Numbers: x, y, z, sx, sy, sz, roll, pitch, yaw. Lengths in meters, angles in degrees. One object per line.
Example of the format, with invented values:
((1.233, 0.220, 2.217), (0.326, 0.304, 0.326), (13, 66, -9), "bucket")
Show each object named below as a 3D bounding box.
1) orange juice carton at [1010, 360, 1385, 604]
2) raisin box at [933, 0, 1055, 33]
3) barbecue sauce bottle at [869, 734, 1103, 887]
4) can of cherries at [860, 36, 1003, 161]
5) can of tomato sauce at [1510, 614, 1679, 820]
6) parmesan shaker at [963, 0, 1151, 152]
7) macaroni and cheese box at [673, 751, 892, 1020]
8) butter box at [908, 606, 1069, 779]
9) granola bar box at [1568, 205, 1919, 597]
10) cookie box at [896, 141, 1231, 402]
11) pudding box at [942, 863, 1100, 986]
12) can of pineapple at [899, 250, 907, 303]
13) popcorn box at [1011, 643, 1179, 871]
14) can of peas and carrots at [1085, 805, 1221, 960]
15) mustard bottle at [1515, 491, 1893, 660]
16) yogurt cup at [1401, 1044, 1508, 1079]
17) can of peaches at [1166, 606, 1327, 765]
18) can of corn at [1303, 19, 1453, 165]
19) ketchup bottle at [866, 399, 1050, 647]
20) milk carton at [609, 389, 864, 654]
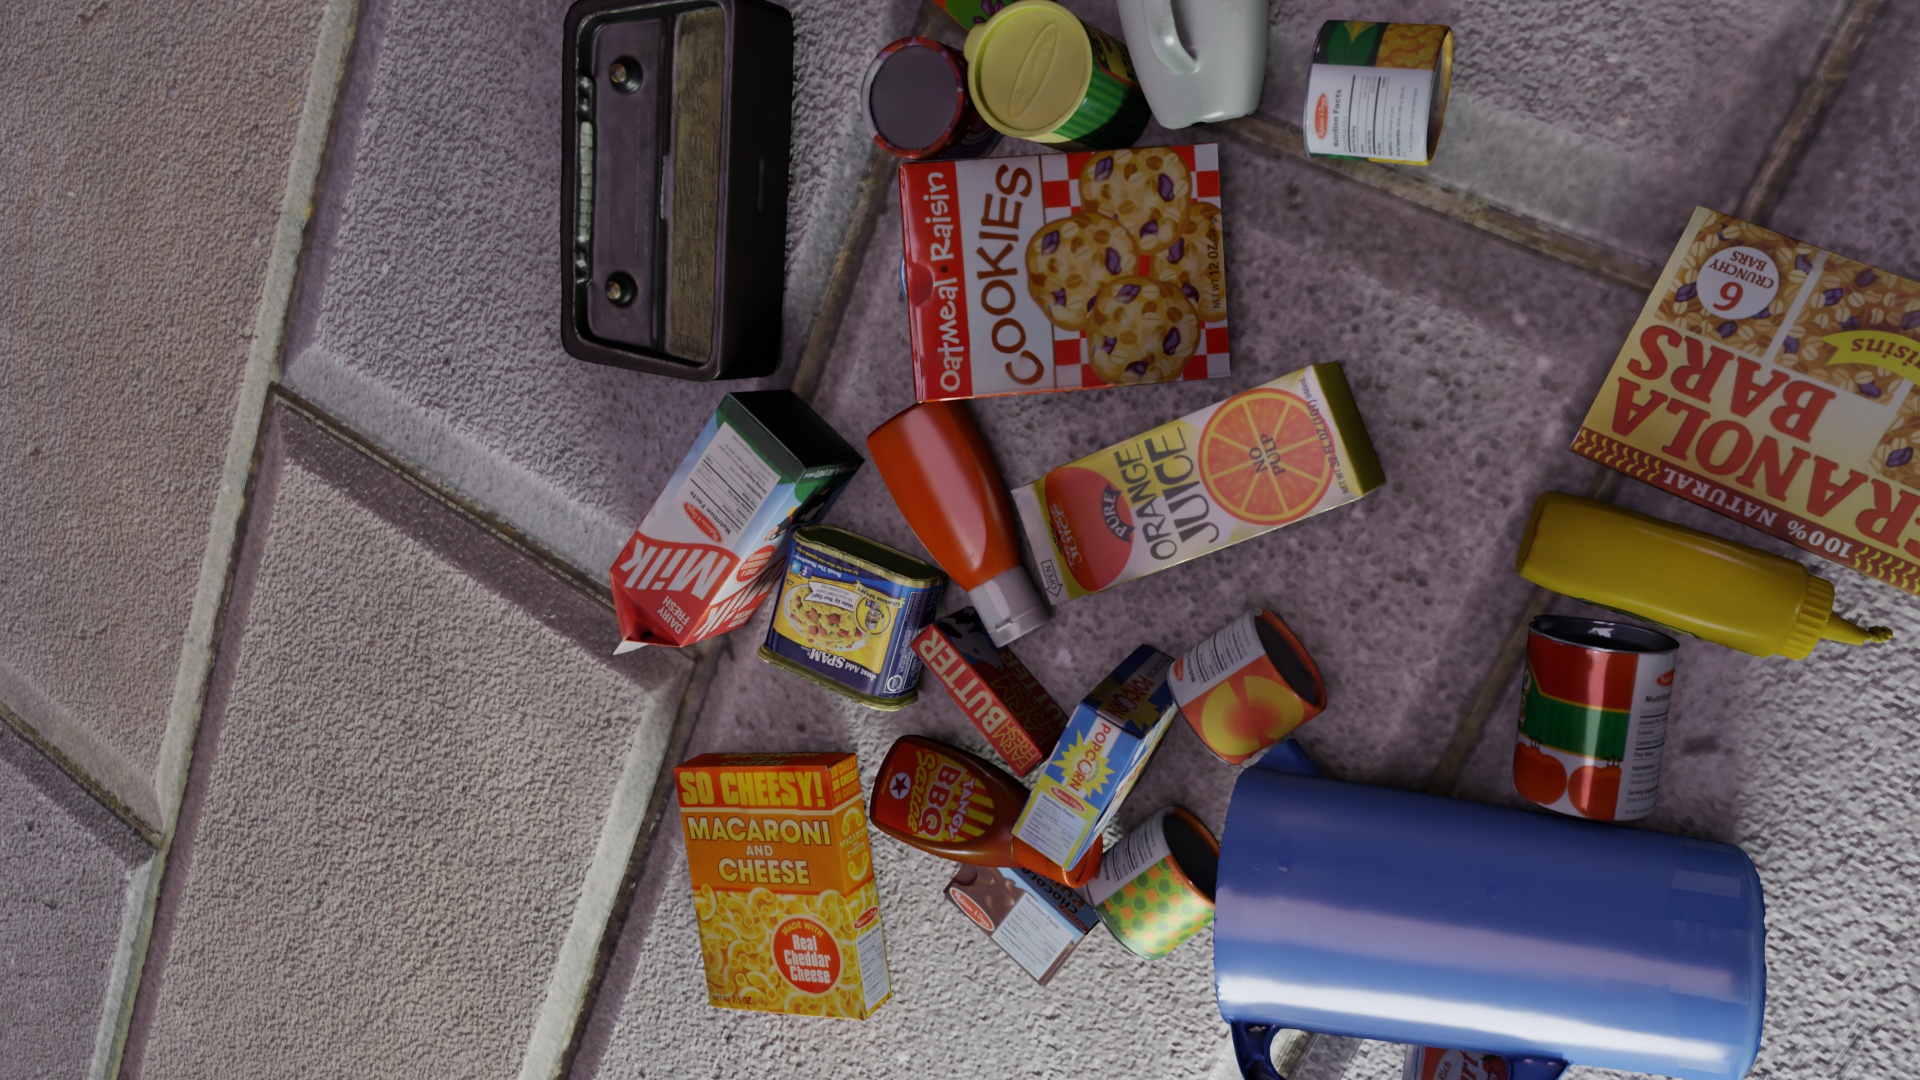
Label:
((0.119, -0.027, 0.743), (0.192, 0.073, 0.072), (-22, 88, 27), "orange juice carton")
((0.006, -0.343, 0.774), (0.123, 0.040, 0.085), (45, 114, 12), "raisin box")
((0.015, 0.161, 0.812), (0.148, 0.043, 0.065), (13, 79, 41), "barbecue sauce bottle")
((-0.012, -0.247, 0.785), (0.071, 0.058, 0.071), (4, 99, 26), "can of cherries")
((0.304, 0.084, 0.674), (0.071, 0.071, 0.083), (8, 101, 25), "can of tomato sauce")
((0.053, -0.240, 0.729), (0.071, 0.103, 0.071), (4, 99, 25), "parmesan shaker")
((-0.117, 0.223, 0.912), (0.123, 0.040, 0.166), (-5, 95, 27), "macaroni and cheese box")
((0.020, 0.088, 0.819), (0.103, 0.053, 0.024), (49, 117, 12), "butter box")
((0.385, -0.063, 0.628), (0.166, 0.039, 0.123), (28, 108, 20), "granola bar box")
((0.054, -0.140, 0.732), (0.168, 0.040, 0.122), (-5, 96, -6), "cookie box")
((0.037, 0.221, 0.842), (0.084, 0.030, 0.049), (40, 113, 16), "pudding box")
((0.005, -0.152, 0.790), (0.071, 0.058, 0.071), (4, 99, 26), "can of pineapple")
((0.081, 0.113, 0.752), (0.038, 0.127, 0.085), (31, 110, 15), "popcorn box")
((0.115, 0.194, 0.781), (0.058, 0.071, 0.071), (-43, 78, 24), "can of peas and carrots")
((0.345, 0.021, 0.647), (0.160, 0.065, 0.048), (20, 102, 18), "mustard bottle")
((0.260, 0.286, 0.725), (0.054, 0.072, 0.072), (9, 101, 16), "yogurt cup")
((0.156, 0.079, 0.746), (0.058, 0.071, 0.071), (-39, 80, 25), "can of peaches")
((0.206, -0.221, 0.681), (0.058, 0.071, 0.071), (12, 102, 23), "can of corn")
((0.003, -0.010, 0.819), (0.064, 0.044, 0.149), (-30, 84, 27), "ketchup bottle")
((-0.153, -0.001, 0.880), (0.073, 0.072, 0.190), (44, 112, 14), "milk carton")
